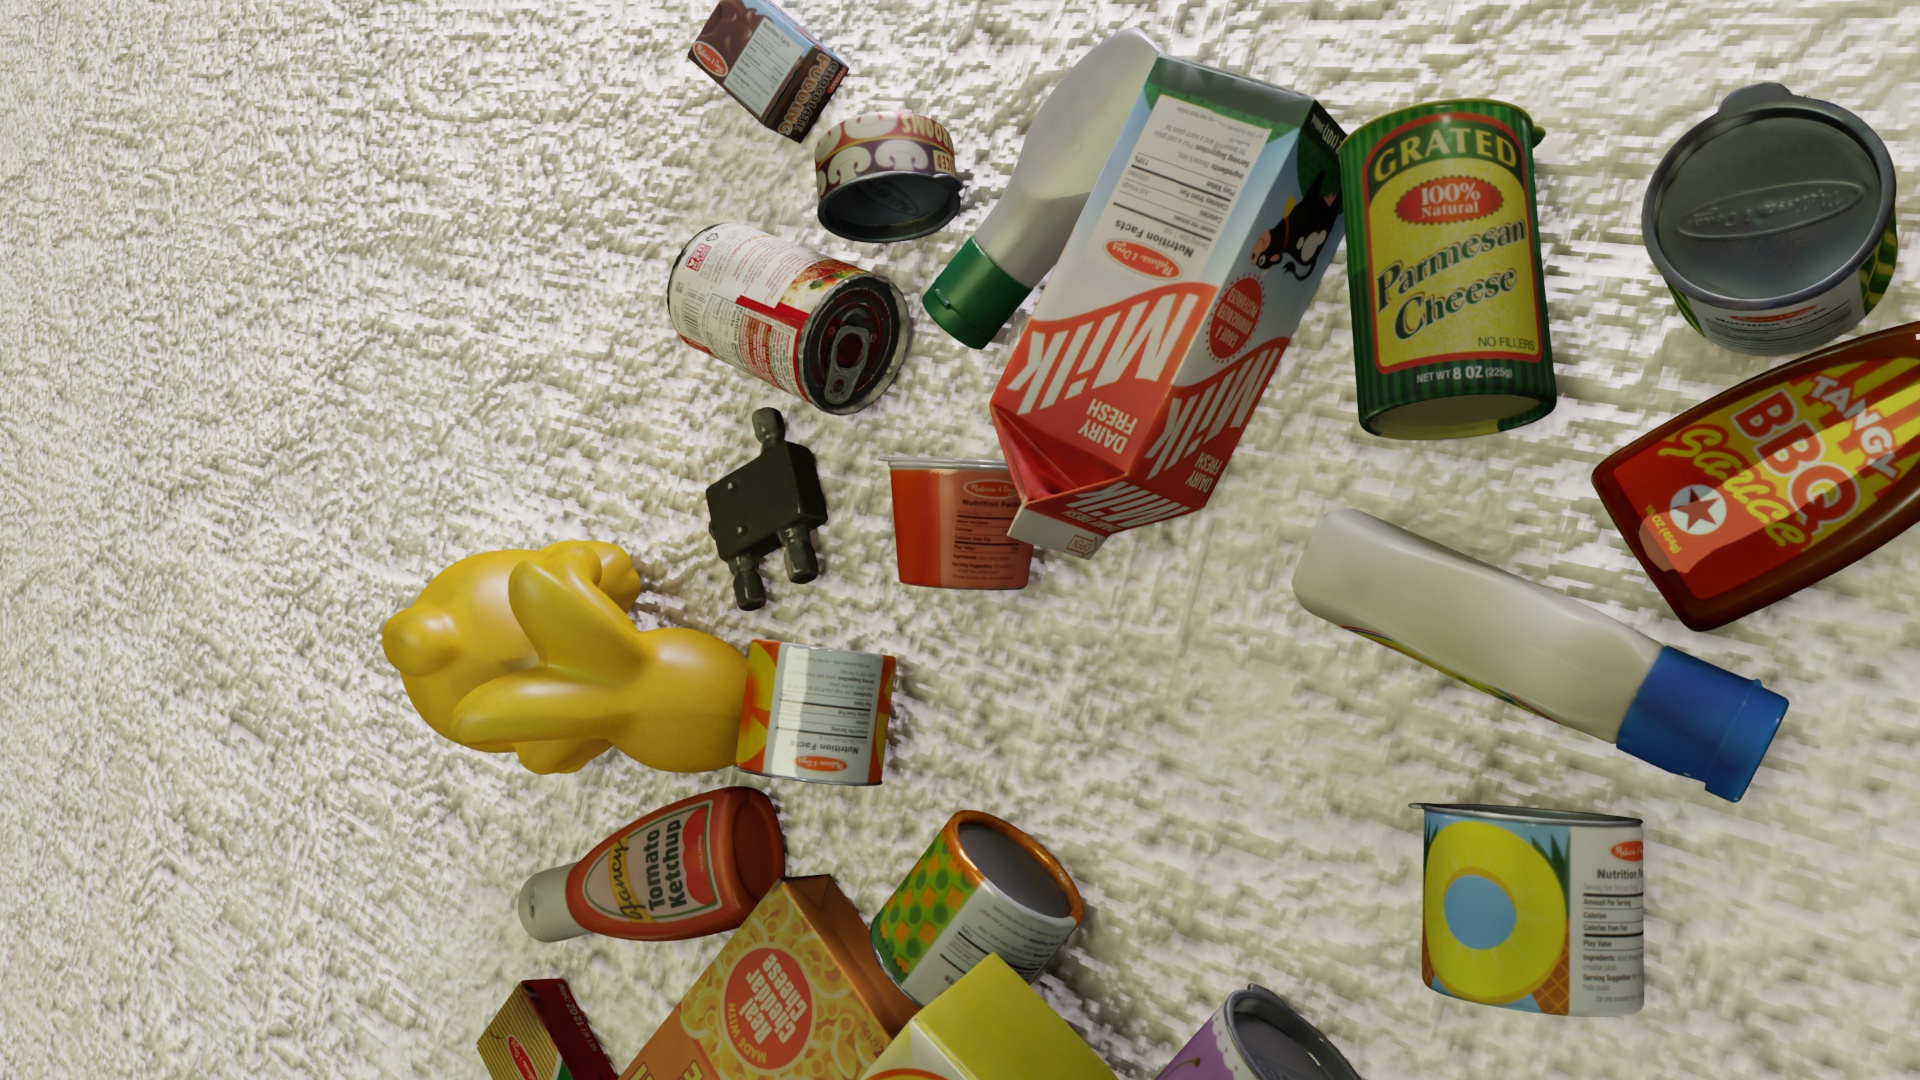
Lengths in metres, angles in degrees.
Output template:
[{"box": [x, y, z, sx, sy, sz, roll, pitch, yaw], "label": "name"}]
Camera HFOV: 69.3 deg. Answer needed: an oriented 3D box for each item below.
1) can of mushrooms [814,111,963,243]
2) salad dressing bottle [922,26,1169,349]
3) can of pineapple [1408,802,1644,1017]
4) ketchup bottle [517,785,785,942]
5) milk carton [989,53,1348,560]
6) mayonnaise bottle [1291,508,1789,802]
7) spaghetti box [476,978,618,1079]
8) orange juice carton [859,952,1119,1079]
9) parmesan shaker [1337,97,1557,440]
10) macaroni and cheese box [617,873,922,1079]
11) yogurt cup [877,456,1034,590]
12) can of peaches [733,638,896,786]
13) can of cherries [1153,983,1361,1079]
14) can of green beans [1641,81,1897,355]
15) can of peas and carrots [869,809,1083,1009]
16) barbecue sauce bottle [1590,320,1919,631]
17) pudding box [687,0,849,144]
[{"box": [-0.032, -0.167, 0.639, 0.071, 0.071, 0.033, -16, 72, 32], "label": "can of mushrooms"}, {"box": [0.042, -0.148, 0.600, 0.147, 0.044, 0.064, -47, 61, 19], "label": "salad dressing bottle"}, {"box": [0.180, 0.115, 0.443, 0.071, 0.071, 0.058, -2, 81, 34], "label": "can of pineapple"}, {"box": [-0.153, 0.165, 0.675, 0.148, 0.043, 0.065, -21, 66, 30], "label": "ketchup bottle"}, {"box": [0.078, -0.081, 0.545, 0.073, 0.072, 0.190, 31, 98, 34], "label": "milk carton"}, {"box": [0.186, 0.035, 0.457, 0.148, 0.065, 0.041, 28, 96, 31], "label": "mayonnaise bottle"}, {"box": [-0.158, 0.322, 0.658, 0.251, 0.029, 0.050, 47, 108, 31], "label": "spaghetti box"}, {"box": [-0.031, 0.249, 0.502, 0.073, 0.072, 0.192, 42, 107, 17], "label": "orange juice carton"}, {"box": [0.173, -0.092, 0.487, 0.071, 0.071, 0.103, -8, 77, 33], "label": "parmesan shaker"}, {"box": [-0.083, 0.252, 0.613, 0.166, 0.040, 0.124, -52, 58, 15], "label": "macaroni and cheese box"}, {"box": [0.002, -0.007, 0.589, 0.072, 0.072, 0.054, 4, 92, 35], "label": "yogurt cup"}, {"box": [-0.065, 0.076, 0.619, 0.071, 0.071, 0.058, 3, 84, 35], "label": "can of peaches"}, {"box": [0.101, 0.200, 0.484, 0.071, 0.071, 0.058, 46, 109, 31], "label": "can of cherries"}, {"box": [0.254, -0.096, 0.435, 0.071, 0.058, 0.071, -7, 78, 34], "label": "can of green beans"}, {"box": [0.006, 0.149, 0.557, 0.071, 0.071, 0.058, 44, 106, 32], "label": "can of peas and carrots"}, {"box": [0.275, -0.033, 0.419, 0.148, 0.043, 0.065, -34, 64, 25], "label": "barbecue sauce bottle"}, {"box": [-0.101, -0.251, 0.724, 0.084, 0.030, 0.049, 46, 109, 31], "label": "pudding box"}]
